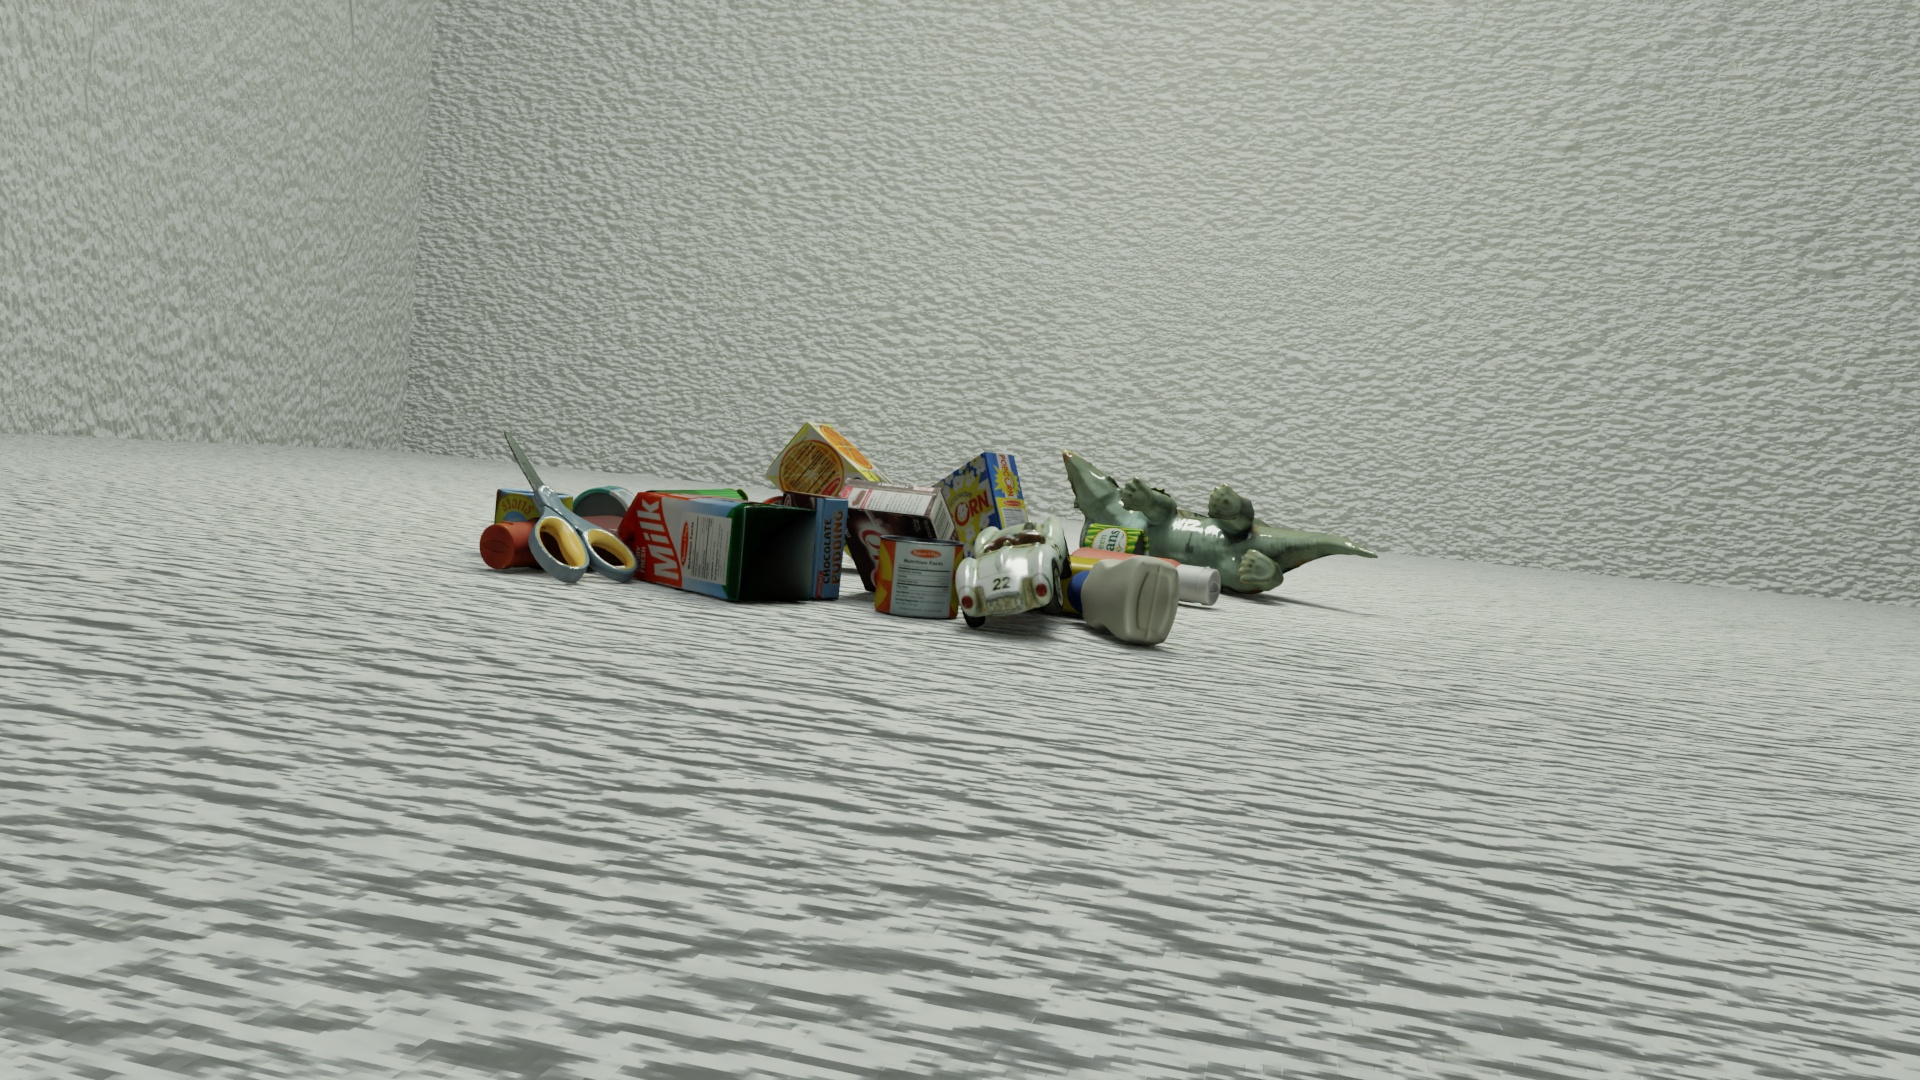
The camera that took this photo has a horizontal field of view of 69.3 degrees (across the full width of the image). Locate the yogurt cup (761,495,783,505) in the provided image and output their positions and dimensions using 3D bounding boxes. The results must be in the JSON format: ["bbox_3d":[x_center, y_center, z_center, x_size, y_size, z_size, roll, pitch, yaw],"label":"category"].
[{"bbox_3d":[-0.179,-0.007,1.396,0.072,0.072,0.054,5,11,-10],"label":"yogurt cup"}]

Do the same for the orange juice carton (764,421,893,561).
[{"bbox_3d":[-0.097,-0.029,1.394,0.193,0.073,0.072,43,11,9],"label":"orange juice carton"}]

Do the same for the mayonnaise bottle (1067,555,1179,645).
[{"bbox_3d":[0.120,0.043,1.056,0.041,0.064,0.148,12,-2,-13],"label":"mayonnaise bottle"}]

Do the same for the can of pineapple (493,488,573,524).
[{"bbox_3d":[-0.380,-0.015,1.230,0.071,0.058,0.071,6,3,0],"label":"can of pineapple"}]

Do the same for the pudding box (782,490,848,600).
[{"bbox_3d":[-0.120,0.004,1.118,0.049,0.083,0.030,8,4,41],"label":"pudding box"}]

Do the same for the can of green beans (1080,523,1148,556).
[{"bbox_3d":[0.165,0.017,1.489,0.058,0.071,0.071,7,3,23],"label":"can of green beans"}]

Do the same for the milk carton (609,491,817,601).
[{"bbox_3d":[-0.203,0.001,1.116,0.190,0.073,0.072,8,4,44],"label":"milk carton"}]

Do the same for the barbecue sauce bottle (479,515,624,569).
[{"bbox_3d":[-0.333,0.002,1.154,0.065,0.043,0.149,10,6,24],"label":"barbecue sauce bottle"}]

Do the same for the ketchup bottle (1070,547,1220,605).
[{"bbox_3d":[0.183,0.037,1.384,0.149,0.043,0.065,8,5,32],"label":"ketchup bottle"}]

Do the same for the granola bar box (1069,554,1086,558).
[{"bbox_3d":[0.062,0.031,1.317,0.124,0.039,0.165,3,4,-26],"label":"granola bar box"}]

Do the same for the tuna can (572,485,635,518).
[{"bbox_3d":[-0.331,-0.016,1.289,0.071,0.071,0.033,6,4,7],"label":"tuna can"}]

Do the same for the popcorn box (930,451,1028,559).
[{"bbox_3d":[0.004,-0.016,1.240,0.038,0.085,0.126,4,-24,-40],"label":"popcorn box"}]

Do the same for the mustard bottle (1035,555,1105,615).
[{"bbox_3d":[0.076,0.036,1.182,0.160,0.048,0.065,6,5,19],"label":"mustard bottle"}]

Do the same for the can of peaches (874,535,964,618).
[{"bbox_3d":[-0.032,0.028,1.078,0.071,0.058,0.071,5,3,0],"label":"can of peaches"}]

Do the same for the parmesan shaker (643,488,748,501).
[{"bbox_3d":[-0.263,-0.020,1.359,0.071,0.071,0.103,8,6,36],"label":"parmesan shaker"}]
